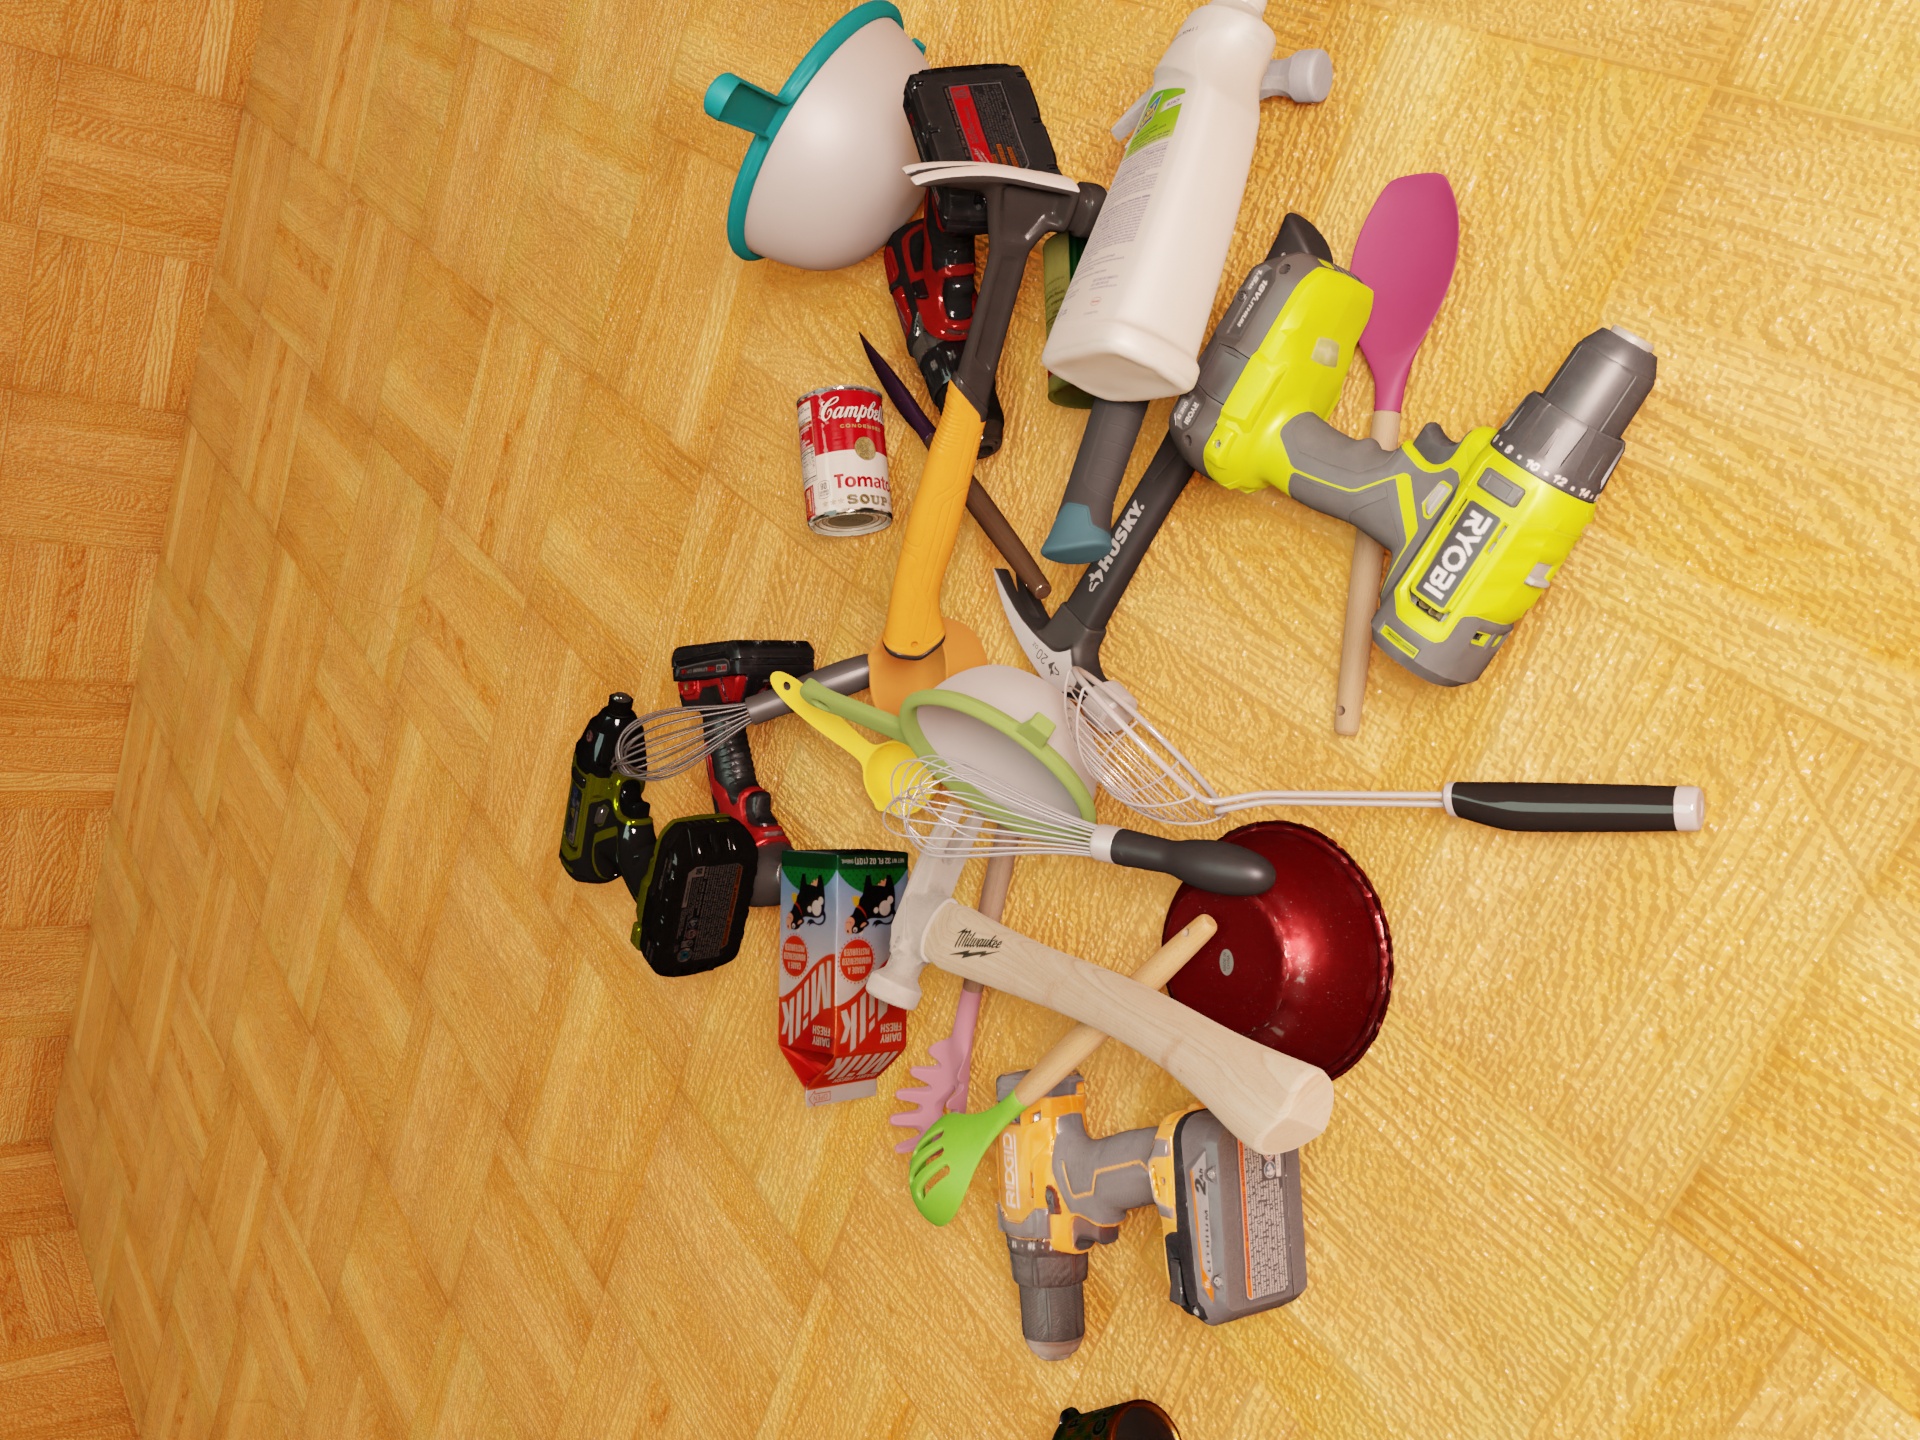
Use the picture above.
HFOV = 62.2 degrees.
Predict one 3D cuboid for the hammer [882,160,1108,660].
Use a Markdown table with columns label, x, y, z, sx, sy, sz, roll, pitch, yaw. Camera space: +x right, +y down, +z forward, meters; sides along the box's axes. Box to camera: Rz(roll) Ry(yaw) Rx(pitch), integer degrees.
| label | x | y | z | sx | sy | sz | roll | pitch | yaw |
| --- | --- | --- | --- | --- | --- | --- | --- | --- | --- |
| hammer | -0.008 | -0.187 | 1.026 | 0.034 | 0.127 | 0.336 | -118 | 37 | -51 |

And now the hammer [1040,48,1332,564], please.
| label | x | y | z | sx | sy | sz | roll | pitch | yaw |
| --- | --- | --- | --- | --- | --- | --- | --- | --- | --- |
| hammer | 0.118 | -0.252 | 0.967 | 0.128 | 0.033 | 0.331 | 16 | 86 | 37 |

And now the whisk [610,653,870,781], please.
| label | x | y | z | sx | sy | sz | roll | pitch | yaw |
| --- | --- | --- | --- | --- | --- | --- | --- | --- | --- |
| whisk | -0.160 | -0.006 | 1.233 | 0.239 | 0.055 | 0.055 | -20 | 68 | 1 |

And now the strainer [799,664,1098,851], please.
| label | x | y | z | sx | sy | sz | roll | pitch | yaw |
| --- | --- | --- | --- | --- | --- | --- | --- | --- | --- |
| strainer | -0.002 | -0.003 | 1.082 | 0.256 | 0.151 | 0.069 | 21 | 63 | 36 |

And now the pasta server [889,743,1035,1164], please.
| label | x | y | z | sx | sy | sz | roll | pitch | yaw |
| --- | --- | --- | --- | --- | --- | --- | --- | --- | --- |
| pasta server | 0.008 | 0.166 | 1.134 | 0.060 | 0.040 | 0.316 | 27 | 107 | 57 |

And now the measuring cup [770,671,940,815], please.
| label | x | y | z | sx | sy | sz | roll | pitch | yaw |
| --- | --- | --- | --- | --- | --- | --- | --- | --- | --- |
| measuring cup | -0.079 | 0.010 | 1.200 | 0.156 | 0.029 | 0.062 | 39 | 113 | 13 |

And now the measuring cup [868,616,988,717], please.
| label | x | y | z | sx | sy | sz | roll | pitch | yaw |
| --- | --- | --- | --- | --- | --- | --- | --- | --- | --- |
| measuring cup | -0.010 | -0.073 | 1.156 | 0.095 | 0.052 | 0.173 | 24 | 104 | 46 |

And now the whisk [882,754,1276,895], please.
| label | x | y | z | sx | sy | sz | roll | pitch | yaw |
| --- | --- | --- | --- | --- | --- | --- | --- | --- | --- |
| whisk | 0.065 | 0.071 | 0.976 | 0.285 | 0.070 | 0.070 | 10 | 96 | 38 |

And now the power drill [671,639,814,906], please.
| label | x | y | z | sx | sy | sz | roll | pitch | yaw |
| --- | --- | --- | --- | --- | --- | --- | --- | --- | --- |
| power drill | -0.174 | 0.045 | 1.316 | 0.143 | 0.078 | 0.220 | -3 | 89 | 49 |

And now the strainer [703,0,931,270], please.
| label | x | y | z | sx | sy | sz | roll | pitch | yaw |
| --- | --- | --- | --- | --- | --- | --- | --- | --- | --- |
| strainer | -0.085 | -0.393 | 1.109 | 0.095 | 0.340 | 0.211 | 35 | 107 | 1 |

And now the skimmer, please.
| label | x | y | z | sx | sy | sz | roll | pitch | yaw |
| --- | --- | --- | --- | --- | --- | --- | --- | --- | --- |
| skimmer | 0.217 | 0.015 | 0.883 | 0.363 | 0.127 | 0.090 | 0 | 68 | 37 |

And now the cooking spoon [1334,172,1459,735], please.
| label | x | y | z | sx | sy | sz | roll | pitch | yaw |
| --- | --- | --- | --- | --- | --- | --- | --- | --- | --- |
| cooking spoon | 0.240 | -0.150 | 0.907 | 0.069 | 0.017 | 0.319 | 11 | 95 | 47 |

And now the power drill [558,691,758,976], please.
| label | x | y | z | sx | sy | sz | roll | pitch | yaw |
| --- | --- | --- | --- | --- | --- | --- | --- | --- | --- |
| power drill | -0.257 | 0.092 | 1.308 | 0.223 | 0.080 | 0.171 | 38 | 122 | 44 |

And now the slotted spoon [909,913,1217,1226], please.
| label | x | y | z | sx | sy | sz | roll | pitch | yaw |
| --- | --- | --- | --- | --- | --- | --- | --- | --- | --- |
| slotted spoon | 0.054 | 0.219 | 0.994 | 0.313 | 0.031 | 0.070 | -49 | 34 | 29 |

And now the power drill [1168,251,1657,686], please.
| label | x | y | z | sx | sy | sz | roll | pitch | yaw |
| --- | --- | --- | --- | --- | --- | --- | --- | --- | --- |
| power drill | 0.235 | -0.155 | 0.845 | 0.229 | 0.080 | 0.190 | 46 | 119 | 35 |

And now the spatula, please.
| label | x | y | z | sx | sy | sz | roll | pitch | yaw |
| --- | --- | --- | --- | --- | --- | --- | --- | --- | --- |
| spatula | -0.009 | -0.185 | 1.144 | 0.018 | 0.059 | 0.316 | -30 | 49 | -3 |

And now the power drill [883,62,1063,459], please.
| label | x | y | z | sx | sy | sz | roll | pitch | yaw |
| --- | --- | --- | --- | --- | --- | --- | --- | --- | --- |
| power drill | 0.004 | -0.305 | 1.081 | 0.226 | 0.080 | 0.188 | 113 | 144 | -66 |

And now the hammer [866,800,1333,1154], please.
| label | x | y | z | sx | sy | sz | roll | pitch | yaw |
| --- | --- | --- | --- | --- | --- | --- | --- | --- | --- |
| hammer | 0.073 | 0.152 | 0.952 | 0.411 | 0.038 | 0.146 | 14 | 80 | 59 |

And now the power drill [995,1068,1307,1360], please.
| label | x | y | z | sx | sy | sz | roll | pitch | yaw |
| --- | --- | --- | --- | --- | --- | --- | --- | --- | --- |
| power drill | 0.105 | 0.317 | 0.990 | 0.226 | 0.084 | 0.185 | -10 | 80 | 52 |

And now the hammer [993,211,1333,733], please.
| label | x | y | z | sx | sy | sz | roll | pitch | yaw |
| --- | --- | --- | --- | --- | --- | --- | --- | --- | --- |
| hammer | 0.132 | -0.165 | 1.015 | 0.146 | 0.035 | 0.334 | 50 | 123 | 36 |
